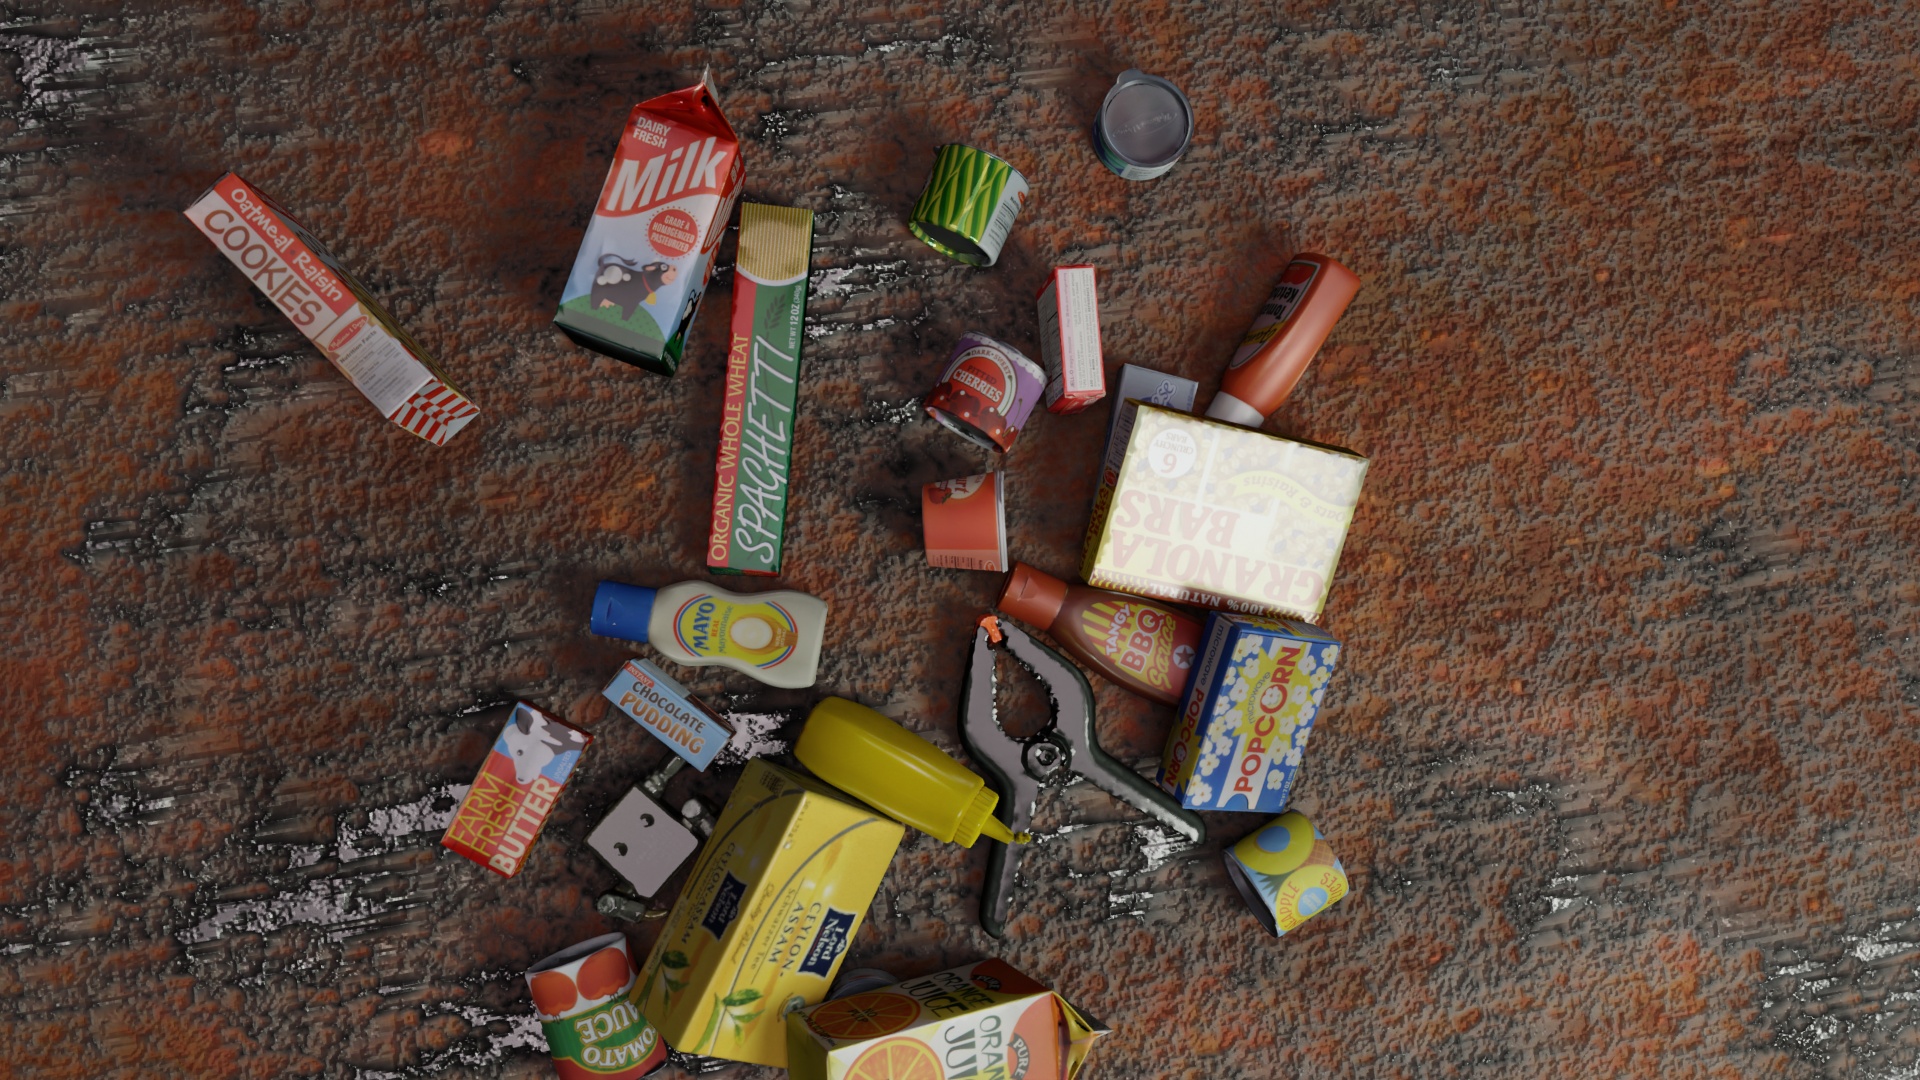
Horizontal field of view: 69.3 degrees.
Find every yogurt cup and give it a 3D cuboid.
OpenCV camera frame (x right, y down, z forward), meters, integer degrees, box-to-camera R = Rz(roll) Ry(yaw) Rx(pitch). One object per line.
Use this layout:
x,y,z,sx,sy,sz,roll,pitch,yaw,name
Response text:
0.003,-0.012,0.920,0.054,0.072,0.072,-3,87,2,yogurt cup

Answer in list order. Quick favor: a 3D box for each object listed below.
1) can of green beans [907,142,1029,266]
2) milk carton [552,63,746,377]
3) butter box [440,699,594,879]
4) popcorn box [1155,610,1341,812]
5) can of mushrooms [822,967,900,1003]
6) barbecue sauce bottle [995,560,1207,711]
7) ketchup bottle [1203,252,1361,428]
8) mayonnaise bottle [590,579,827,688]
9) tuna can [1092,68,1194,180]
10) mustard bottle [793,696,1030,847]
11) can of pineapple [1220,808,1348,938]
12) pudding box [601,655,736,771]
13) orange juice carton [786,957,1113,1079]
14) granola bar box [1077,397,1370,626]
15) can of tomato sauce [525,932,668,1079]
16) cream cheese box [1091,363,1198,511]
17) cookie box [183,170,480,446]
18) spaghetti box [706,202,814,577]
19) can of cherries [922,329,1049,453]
0.005,-0.224,0.931,0.071,0.071,0.058,25,85,-4,can of green beans
-0.193,-0.211,0.907,0.073,0.072,0.190,19,85,-4,milk carton
-0.286,0.160,0.898,0.053,0.024,0.103,28,84,-3,butter box
0.188,0.113,0.911,0.085,0.038,0.126,9,105,-29,popcorn box
-0.062,0.318,0.906,0.071,0.033,0.071,0,86,-7,can of mushrooms
0.098,0.059,0.934,0.148,0.043,0.065,24,79,-4,barbecue sauce bottle
0.213,-0.124,0.951,0.043,0.065,0.148,31,92,-17,ketchup bottle
-0.164,0.056,0.908,0.148,0.041,0.065,10,87,-6,mayonnaise bottle
0.125,-0.288,0.964,0.071,0.033,0.071,0,86,-6,tuna can
-0.028,0.156,0.891,0.160,0.065,0.048,28,99,11,mustard bottle
0.216,0.222,0.923,0.058,0.071,0.071,-29,90,-7,can of pineapple
-0.187,0.111,0.898,0.084,0.049,0.030,39,85,-2,pudding box
-0.005,0.316,0.863,0.193,0.072,0.073,-6,94,-27,orange juice carton
0.173,-0.017,0.924,0.166,0.039,0.124,12,102,-13,granola bar box
-0.228,0.298,0.872,0.071,0.071,0.083,-19,88,-7,can of tomato sauce
0.126,-0.065,0.954,0.053,0.024,0.104,12,85,-5,cream cheese box
-0.381,-0.139,0.857,0.040,0.123,0.167,-44,91,-7,cookie box
-0.133,-0.100,0.928,0.050,0.028,0.250,5,86,-5,spaghetti box
0.016,-0.099,0.922,0.071,0.071,0.058,30,85,-3,can of cherries
